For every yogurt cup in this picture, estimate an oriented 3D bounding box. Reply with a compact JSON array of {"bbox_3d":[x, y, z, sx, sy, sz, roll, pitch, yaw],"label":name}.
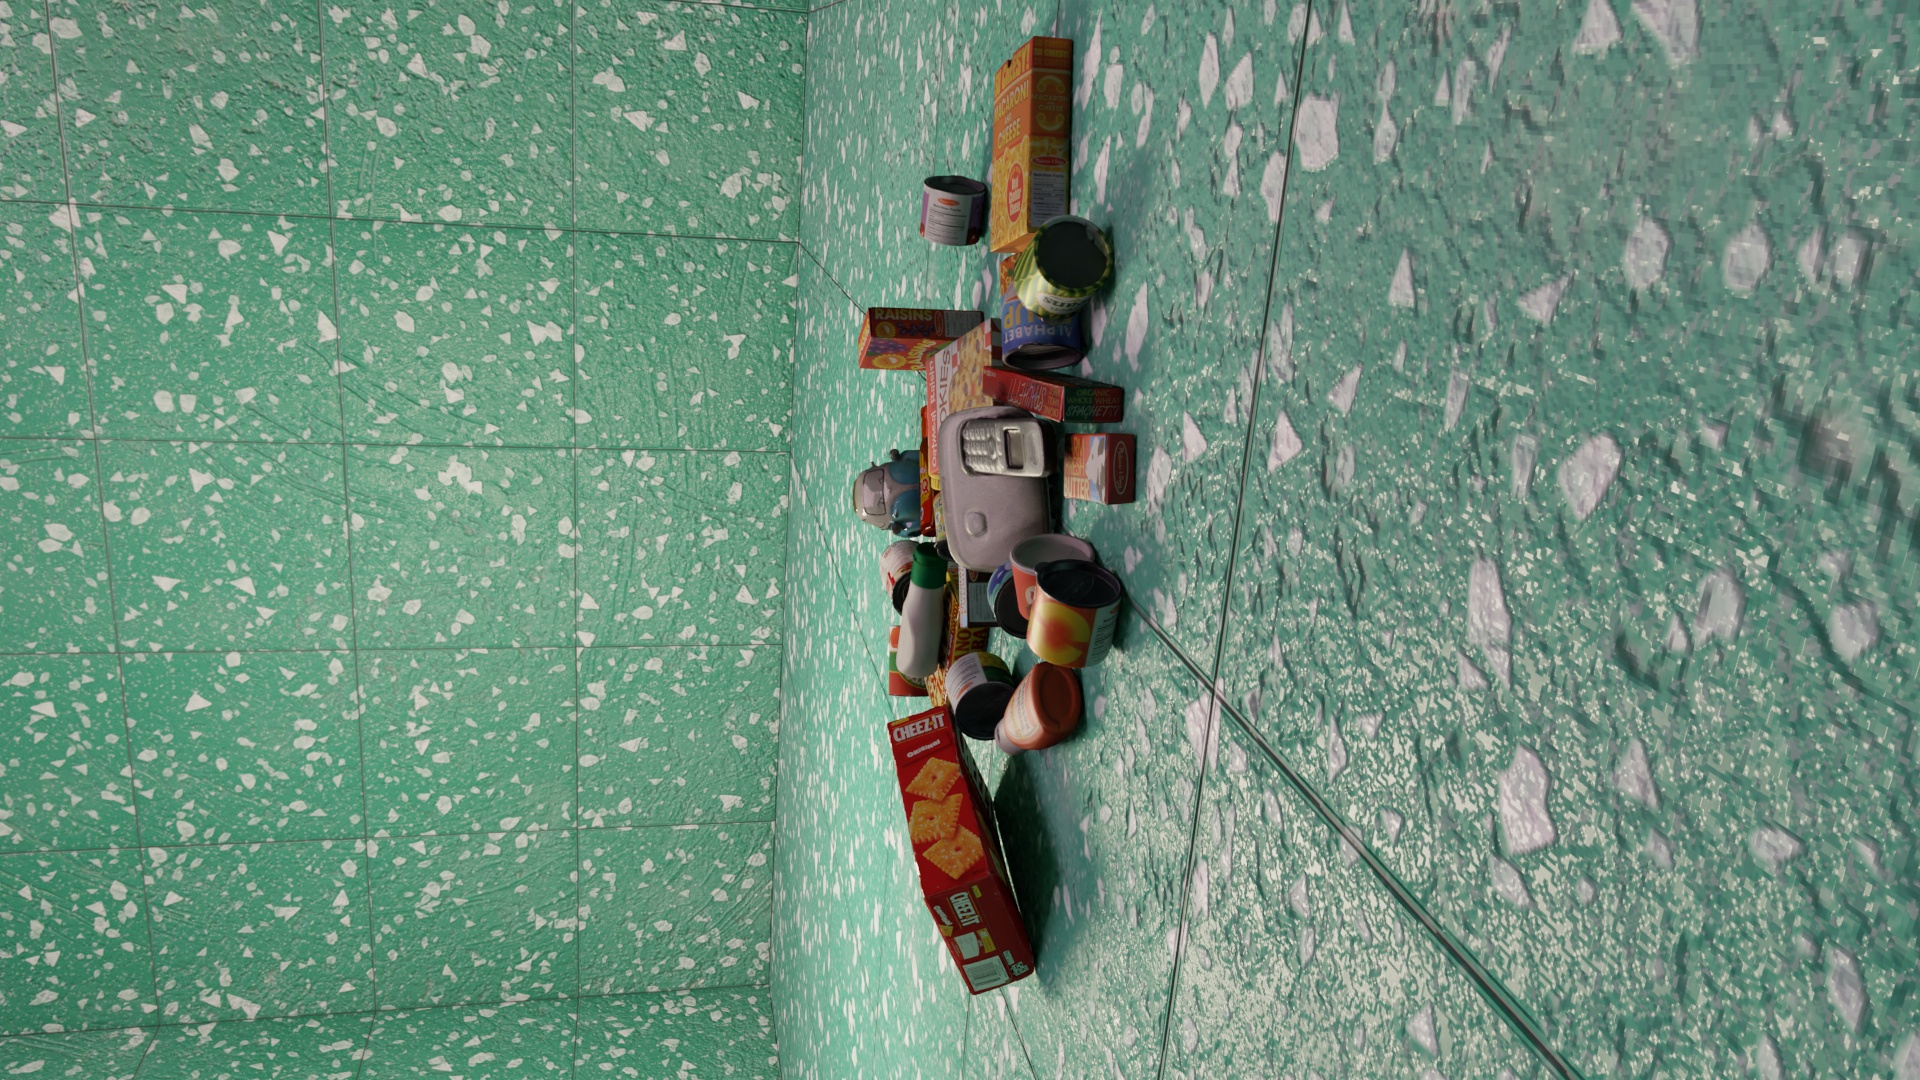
[{"bbox_3d":[0.074,0.033,1.118,0.072,0.072,0.053,-114,20,-61],"label":"yogurt cup"}]

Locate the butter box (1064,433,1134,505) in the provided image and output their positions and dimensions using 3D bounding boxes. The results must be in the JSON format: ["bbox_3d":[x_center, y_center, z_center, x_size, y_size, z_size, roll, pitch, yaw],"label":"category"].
[{"bbox_3d":[0.105,-0.056,1.067,0.103,0.024,0.053,-161,71,-76],"label":"butter box"}]

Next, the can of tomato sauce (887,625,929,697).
[{"bbox_3d":[-0.051,0.142,1.648,0.071,0.071,0.083,169,102,-77],"label":"can of tomato sauce"}]

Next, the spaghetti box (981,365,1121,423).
[{"bbox_3d":[0.072,-0.124,1.159,0.250,0.050,0.028,-141,52,-73],"label":"spaghetti box"}]

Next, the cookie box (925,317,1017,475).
[{"bbox_3d":[0.015,-0.138,1.377,0.167,0.040,0.123,161,109,-66],"label":"cookie box"}]

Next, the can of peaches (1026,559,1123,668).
[{"bbox_3d":[0.084,0.055,1.056,0.071,0.071,0.057,-110,23,-56],"label":"can of peaches"}]

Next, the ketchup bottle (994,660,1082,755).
[{"bbox_3d":[0.064,0.152,1.198,0.148,0.043,0.065,120,148,-66],"label":"ketchup bottle"}]

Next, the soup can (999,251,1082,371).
[{"bbox_3d":[0.065,-0.190,1.145,0.071,0.071,0.084,141,129,-73],"label":"soup can"}]

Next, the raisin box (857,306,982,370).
[{"bbox_3d":[-0.044,-0.217,1.498,0.086,0.123,0.040,129,139,-70],"label":"raisin box"}]

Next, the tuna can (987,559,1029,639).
[{"bbox_3d":[0.058,0.045,1.179,0.033,0.071,0.070,-118,31,-65],"label":"tuna can"}]

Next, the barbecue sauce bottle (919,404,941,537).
[{"bbox_3d":[-0.025,-0.081,1.589,0.064,0.044,0.149,136,134,-73],"label":"barbecue sauce bottle"}]

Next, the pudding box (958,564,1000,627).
[{"bbox_3d":[0.025,0.043,1.354,0.030,0.050,0.083,161,108,-74],"label":"pudding box"}]

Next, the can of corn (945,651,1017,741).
[{"bbox_3d":[0.023,0.150,1.330,0.058,0.071,0.070,-113,27,-61],"label":"can of corn"}]

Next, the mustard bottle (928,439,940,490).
[{"bbox_3d":[-0.010,-0.105,1.509,0.065,0.049,0.159,-142,53,-69],"label":"mustard bottle"}]

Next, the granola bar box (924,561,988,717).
[{"bbox_3d":[-0.006,0.108,1.512,0.125,0.039,0.164,-113,27,-60],"label":"granola bar box"}]

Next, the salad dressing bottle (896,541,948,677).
[{"bbox_3d":[-0.038,0.073,1.464,0.064,0.044,0.147,-113,27,-58],"label":"salad dressing bottle"}]

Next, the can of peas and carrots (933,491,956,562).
[{"bbox_3d":[0.005,-0.018,1.396,0.070,0.071,0.059,114,154,-60],"label":"can of peas and carrots"}]

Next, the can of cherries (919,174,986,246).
[{"bbox_3d":[-0.008,-0.352,1.479,0.072,0.071,0.058,-111,24,-57],"label":"can of cherries"}]

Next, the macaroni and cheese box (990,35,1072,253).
[{"bbox_3d":[0.061,-0.346,1.233,0.123,0.040,0.166,-167,78,-76],"label":"macaroni and cheese box"}]

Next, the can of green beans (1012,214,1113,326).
[{"bbox_3d":[0.080,-0.214,1.090,0.057,0.071,0.071,139,130,-72],"label":"can of green beans"}]
